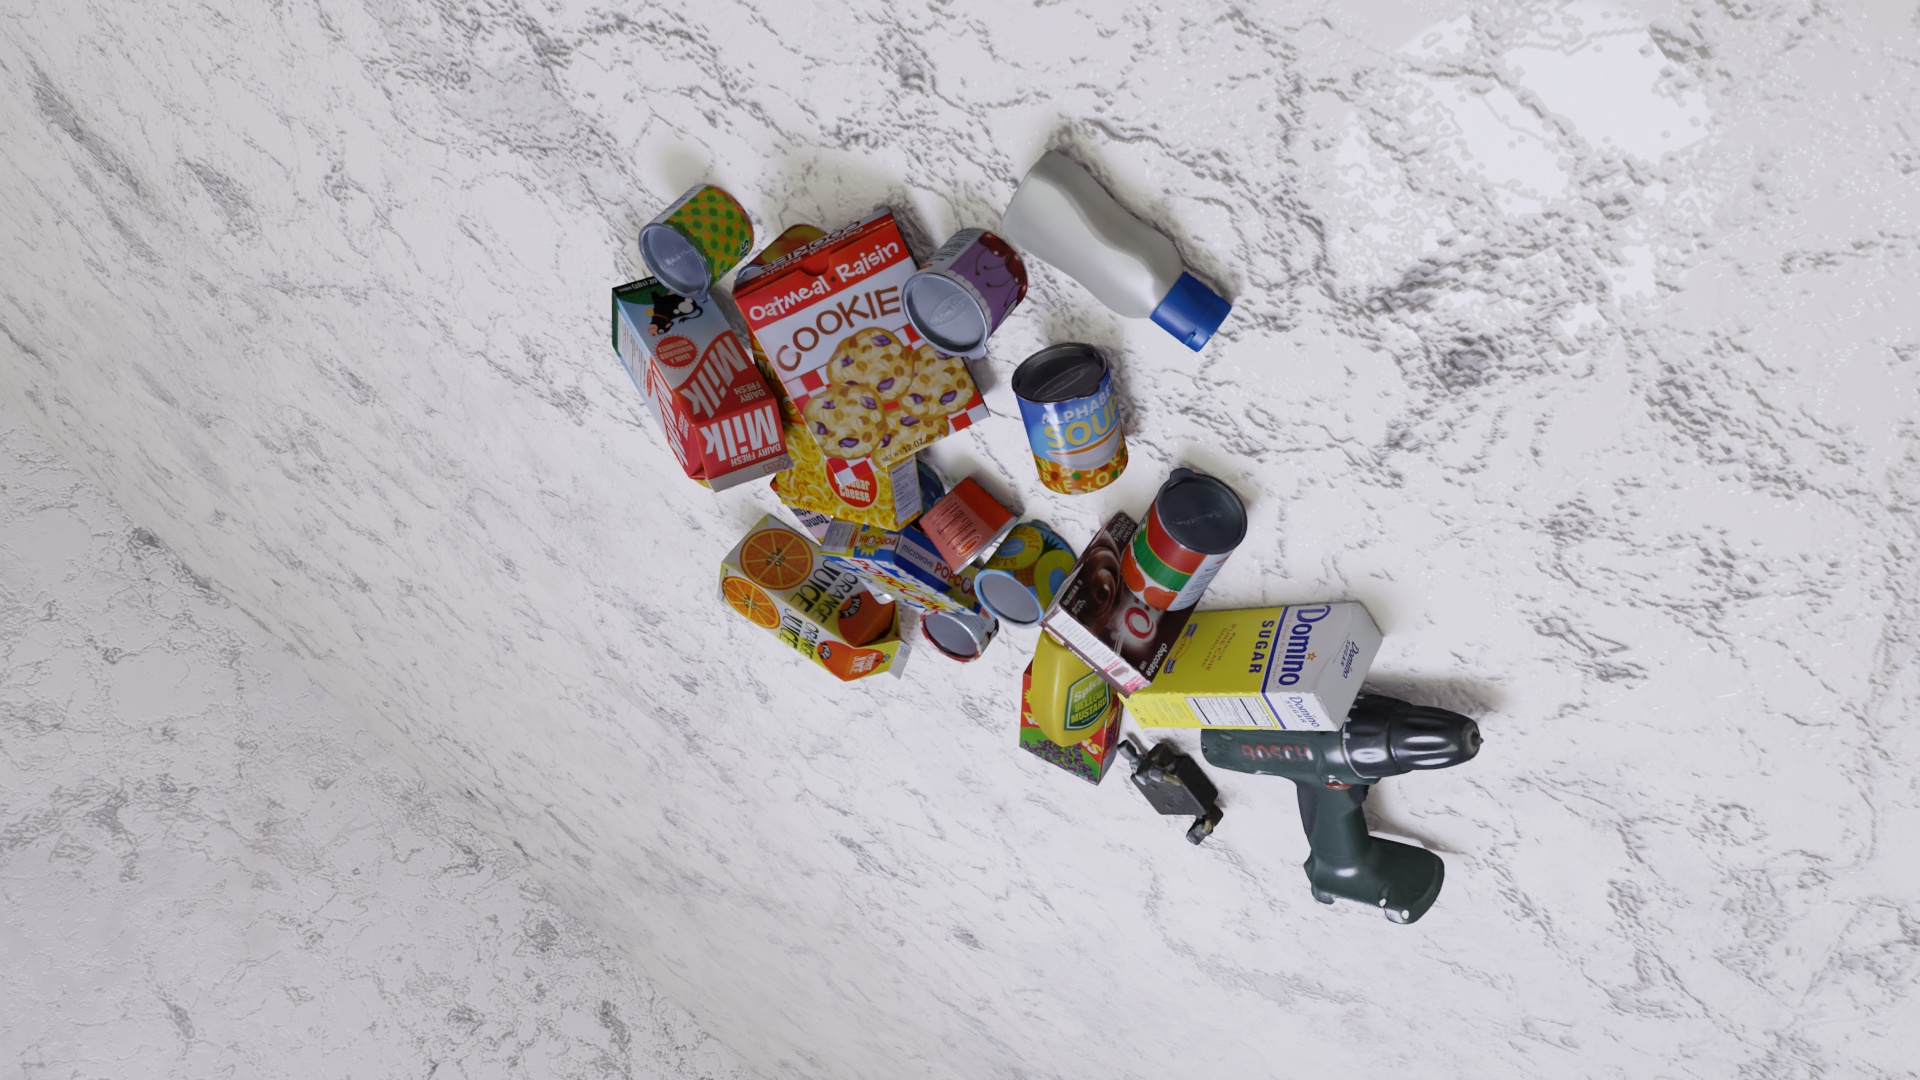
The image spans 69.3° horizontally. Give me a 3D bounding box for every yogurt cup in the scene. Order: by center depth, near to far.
[{"bbox_3d":[0.004,-0.014,1.109,0.054,0.073,0.072,48,146,0],"label":"yogurt cup"}]

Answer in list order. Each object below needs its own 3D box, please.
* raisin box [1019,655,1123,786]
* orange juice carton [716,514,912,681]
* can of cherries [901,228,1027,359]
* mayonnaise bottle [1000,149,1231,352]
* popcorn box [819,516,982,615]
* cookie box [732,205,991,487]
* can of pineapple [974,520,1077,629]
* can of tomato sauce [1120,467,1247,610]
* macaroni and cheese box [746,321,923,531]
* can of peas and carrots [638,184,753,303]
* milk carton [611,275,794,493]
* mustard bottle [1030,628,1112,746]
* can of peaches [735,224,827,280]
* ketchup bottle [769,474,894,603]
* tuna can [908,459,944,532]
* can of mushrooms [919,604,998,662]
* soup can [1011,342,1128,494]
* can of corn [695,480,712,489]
[{"bbox_3d":[0.099,0.157,1.241,0.086,0.040,0.122,25,145,20],"label":"raisin box"},{"bbox_3d":[-0.131,0.066,1.317,0.193,0.073,0.071,32,146,8],"label":"orange juice carton"},{"bbox_3d":[0.005,-0.165,0.934,0.071,0.059,0.071,24,143,20],"label":"can of cherries"},{"bbox_3d":[0.097,-0.173,0.855,0.148,0.041,0.064,37,148,1],"label":"mayonnaise bottle"},{"bbox_3d":[-0.045,0.022,1.173,0.085,0.038,0.126,5,160,39],"label":"popcorn box"},{"bbox_3d":[-0.068,-0.135,0.988,0.123,0.040,0.166,-25,121,4],"label":"cookie box"},{"bbox_3d":[0.052,0.028,1.116,0.071,0.058,0.070,25,144,20],"label":"can of pineapple"},{"bbox_3d":[0.155,0.001,0.982,0.071,0.071,0.082,34,146,7],"label":"can of tomato sauce"},{"bbox_3d":[-0.098,-0.098,1.091,0.124,0.040,0.165,13,124,33],"label":"macaroni and cheese box"},{"bbox_3d":[-0.198,-0.225,1.052,0.071,0.059,0.070,25,144,19],"label":"can of peas and carrots"},{"bbox_3d":[-0.206,-0.120,1.104,0.191,0.072,0.073,57,152,23],"label":"milk carton"},{"bbox_3d":[0.089,0.096,1.107,0.049,0.065,0.159,43,151,38],"label":"mustard bottle"},{"bbox_3d":[-0.120,-0.189,1.022,0.071,0.058,0.071,24,143,20],"label":"can of peaches"},{"bbox_3d":[-0.102,-0.009,1.230,0.064,0.044,0.148,-14,121,51],"label":"ketchup bottle"},{"bbox_3d":[-0.050,-0.040,1.154,0.071,0.033,0.070,24,144,20],"label":"tuna can"},{"bbox_3d":[-0.002,0.077,1.247,0.071,0.034,0.070,24,143,19],"label":"can of mushrooms"},{"bbox_3d":[0.078,-0.081,0.954,0.071,0.072,0.083,12,139,33],"label":"soup can"},{"bbox_3d":[-0.206,-0.080,1.218,0.071,0.071,0.058,47,146,-12],"label":"can of corn"}]
